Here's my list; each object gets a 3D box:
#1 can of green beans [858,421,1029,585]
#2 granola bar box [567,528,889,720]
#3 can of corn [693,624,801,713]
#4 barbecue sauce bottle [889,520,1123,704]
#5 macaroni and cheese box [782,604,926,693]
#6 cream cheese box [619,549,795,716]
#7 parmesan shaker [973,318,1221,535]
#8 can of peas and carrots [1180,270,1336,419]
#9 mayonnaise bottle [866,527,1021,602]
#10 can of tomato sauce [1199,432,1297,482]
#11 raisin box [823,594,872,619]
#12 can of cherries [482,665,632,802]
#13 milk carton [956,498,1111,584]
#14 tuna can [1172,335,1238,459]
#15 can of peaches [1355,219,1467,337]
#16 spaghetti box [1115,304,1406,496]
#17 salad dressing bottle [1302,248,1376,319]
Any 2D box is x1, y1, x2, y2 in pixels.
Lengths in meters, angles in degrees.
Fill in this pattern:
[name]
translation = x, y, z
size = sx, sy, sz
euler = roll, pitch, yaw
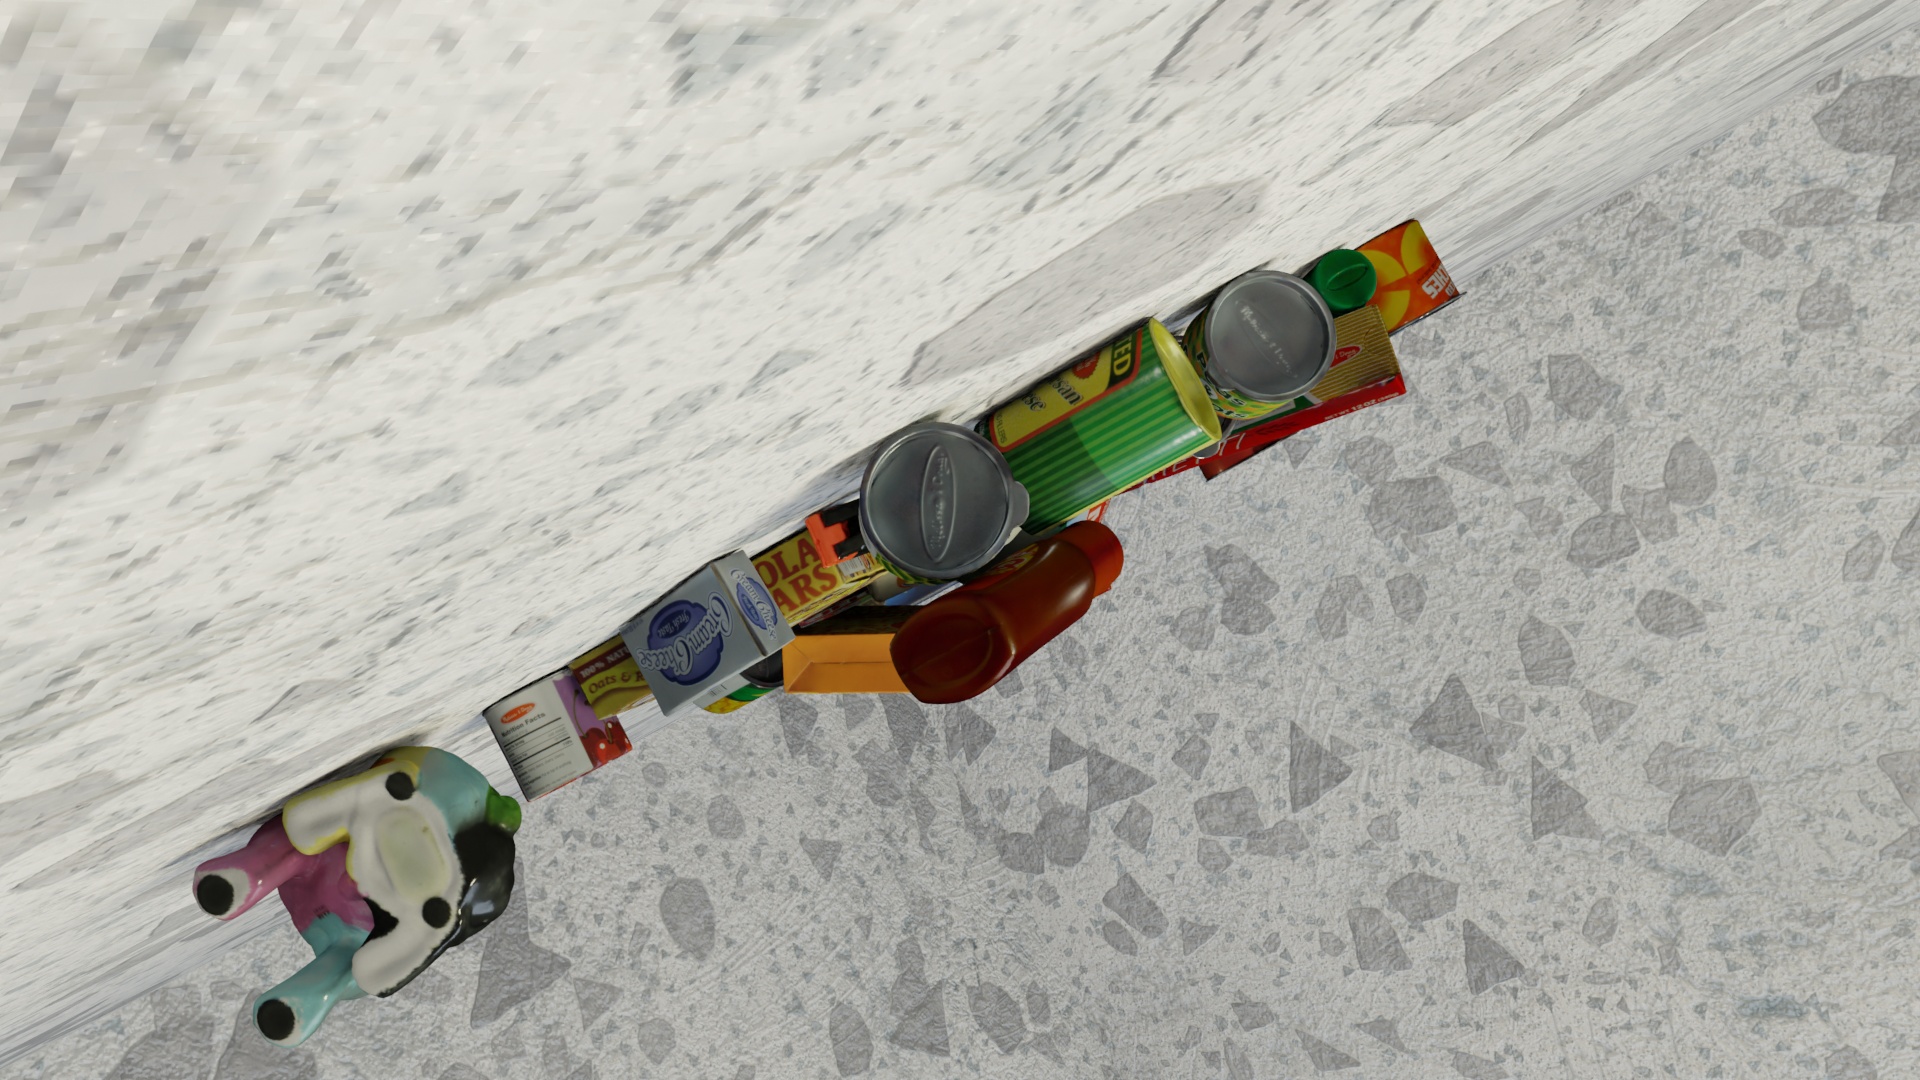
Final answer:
[can of green beans]
translation = -0.011, -0.014, 0.605
size = 0.071, 0.071, 0.058
euler = -28, 178, -7
[granola bar box]
translation = -0.126, 0.042, 0.810
size = 0.165, 0.039, 0.124
euler = -29, 178, 11
[can of corn]
translation = -0.150, 0.077, 0.940
size = 0.058, 0.071, 0.071
euler = -30, 177, 38
[barbecue sauce bottle]
translation = 0.030, 0.027, 0.635
size = 0.064, 0.043, 0.149
euler = -30, 179, 33
[macaroni and cheese box]
translation = -0.035, 0.070, 0.927
size = 0.124, 0.040, 0.166
euler = -1, -177, 11
[cream cheese box]
translation = -0.131, 0.048, 0.707
size = 0.103, 0.053, 0.024
euler = -31, 178, 43
[parmesan shaker]
translation = 0.065, -0.052, 0.671
size = 0.103, 0.071, 0.071
euler = -29, 177, 20
[can of peas and carrots]
translation = 0.148, -0.097, 0.709
size = 0.071, 0.071, 0.058
euler = -28, 178, -6
[mayonnaise bottle]
translation = 0.003, -0.011, 0.907
size = 0.148, 0.041, 0.064
euler = -23, 151, -10
[can of tomato sauce]
translation = 0.165, -0.089, 0.880
size = 0.071, 0.083, 0.071
euler = -29, 177, -1
[raisin box]
translation = -0.053, 0.015, 1.073
size = 0.124, 0.040, 0.086
euler = -29, 177, -18
[can of cherries]
translation = -0.229, 0.109, 0.798
size = 0.071, 0.058, 0.071
euler = -29, 177, -2
[milk carton]
translation = 0.058, -0.012, 1.039
size = 0.072, 0.073, 0.191
euler = -69, 166, 18
[tuna can]
translation = 0.122, -0.077, 0.782
size = 0.071, 0.071, 0.032
euler = -28, 178, -20
[can of peaches]
translation = 0.277, -0.164, 0.884
size = 0.071, 0.058, 0.071
euler = -28, 177, -2
[spaghetti box]
translation = 0.136, -0.071, 0.831
size = 0.249, 0.050, 0.028
euler = -20, 153, 22
[salad dressing bottle]
translation = 0.216, -0.141, 0.865
size = 0.064, 0.044, 0.147
euler = -28, 176, -7
